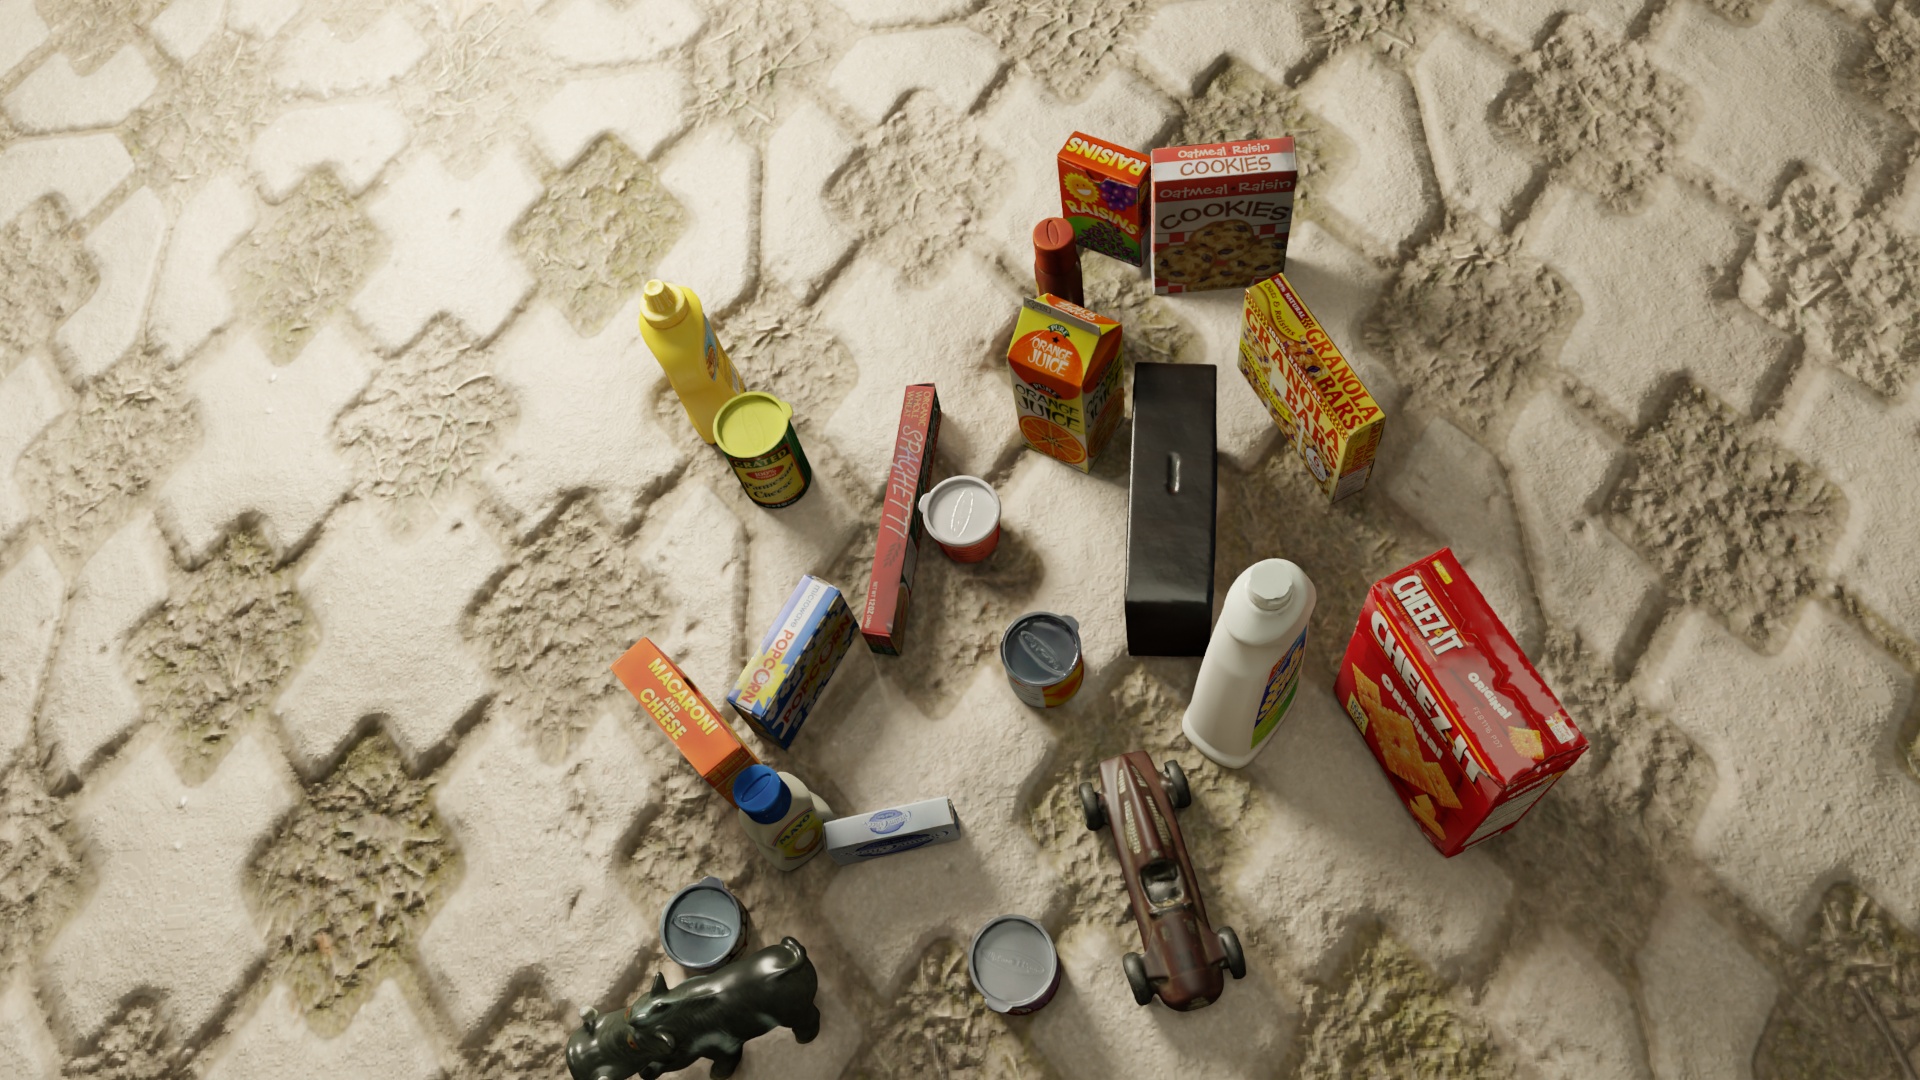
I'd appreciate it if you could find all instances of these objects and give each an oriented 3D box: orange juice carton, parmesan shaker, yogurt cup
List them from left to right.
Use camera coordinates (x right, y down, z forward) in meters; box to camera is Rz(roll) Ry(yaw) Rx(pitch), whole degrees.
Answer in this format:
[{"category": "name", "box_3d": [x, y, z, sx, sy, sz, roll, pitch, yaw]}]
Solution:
[{"category": "parmesan shaker", "box_3d": [-0.173, -0.080, 1.246, 0.071, 0.102, 0.071, -3, 64, 6]}, {"category": "yogurt cup", "box_3d": [0.004, -0.015, 1.218, 0.072, 0.053, 0.072, -3, 64, 6]}, {"category": "orange juice carton", "box_3d": [0.092, -0.142, 1.191, 0.072, 0.192, 0.073, 26, 71, 19]}]

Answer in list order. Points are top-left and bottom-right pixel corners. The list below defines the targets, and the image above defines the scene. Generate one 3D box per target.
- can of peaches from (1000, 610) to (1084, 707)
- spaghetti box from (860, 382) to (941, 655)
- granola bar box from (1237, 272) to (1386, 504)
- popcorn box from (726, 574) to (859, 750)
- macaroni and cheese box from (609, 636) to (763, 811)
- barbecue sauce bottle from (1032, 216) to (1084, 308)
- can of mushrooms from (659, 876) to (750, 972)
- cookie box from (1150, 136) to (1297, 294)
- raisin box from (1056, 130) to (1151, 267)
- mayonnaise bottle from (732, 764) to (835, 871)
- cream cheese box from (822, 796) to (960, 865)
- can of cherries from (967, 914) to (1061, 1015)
[{"category": "can of peaches", "box_3d": [0.071, 0.098, 1.152, 0.071, 0.058, 0.071, -3, 64, 6]}, {"category": "spaghetti box", "box_3d": [-0.050, -0.023, 1.231, 0.029, 0.050, 0.251, 4, 65, 10]}, {"category": "granola bar box", "box_3d": [0.299, -0.130, 1.196, 0.039, 0.123, 0.166, -25, 64, -5]}, {"category": "popcorn box", "box_3d": [-0.137, 0.102, 1.162, 0.038, 0.085, 0.127, 24, 70, 18]}, {"category": "macaroni and cheese box", "box_3d": [-0.201, 0.155, 1.099, 0.040, 0.165, 0.124, -41, 66, -12]}, {"category": "barbecue sauce bottle", "box_3d": [0.090, -0.233, 1.261, 0.044, 0.148, 0.065, -9, 64, 3]}, {"category": "can of mushrooms", "box_3d": [-0.201, 0.305, 1.100, 0.071, 0.033, 0.071, -3, 64, 6]}, {"category": "cookie box", "box_3d": [0.235, -0.292, 1.260, 0.123, 0.166, 0.040, -4, 64, 6]}, {"category": "raisin box", "box_3d": [0.139, -0.321, 1.311, 0.086, 0.123, 0.040, 26, 71, 18]}, {"category": "mayonnaise bottle", "box_3d": [-0.139, 0.212, 1.074, 0.065, 0.147, 0.041, -43, 67, -13]}, {"category": "cream cheese box", "box_3d": [-0.054, 0.231, 1.105, 0.104, 0.053, 0.024, -13, 63, 1]}, {"category": "can of cherries", "box_3d": [0.040, 0.323, 1.045, 0.071, 0.058, 0.072, -3, 64, 6]}]
